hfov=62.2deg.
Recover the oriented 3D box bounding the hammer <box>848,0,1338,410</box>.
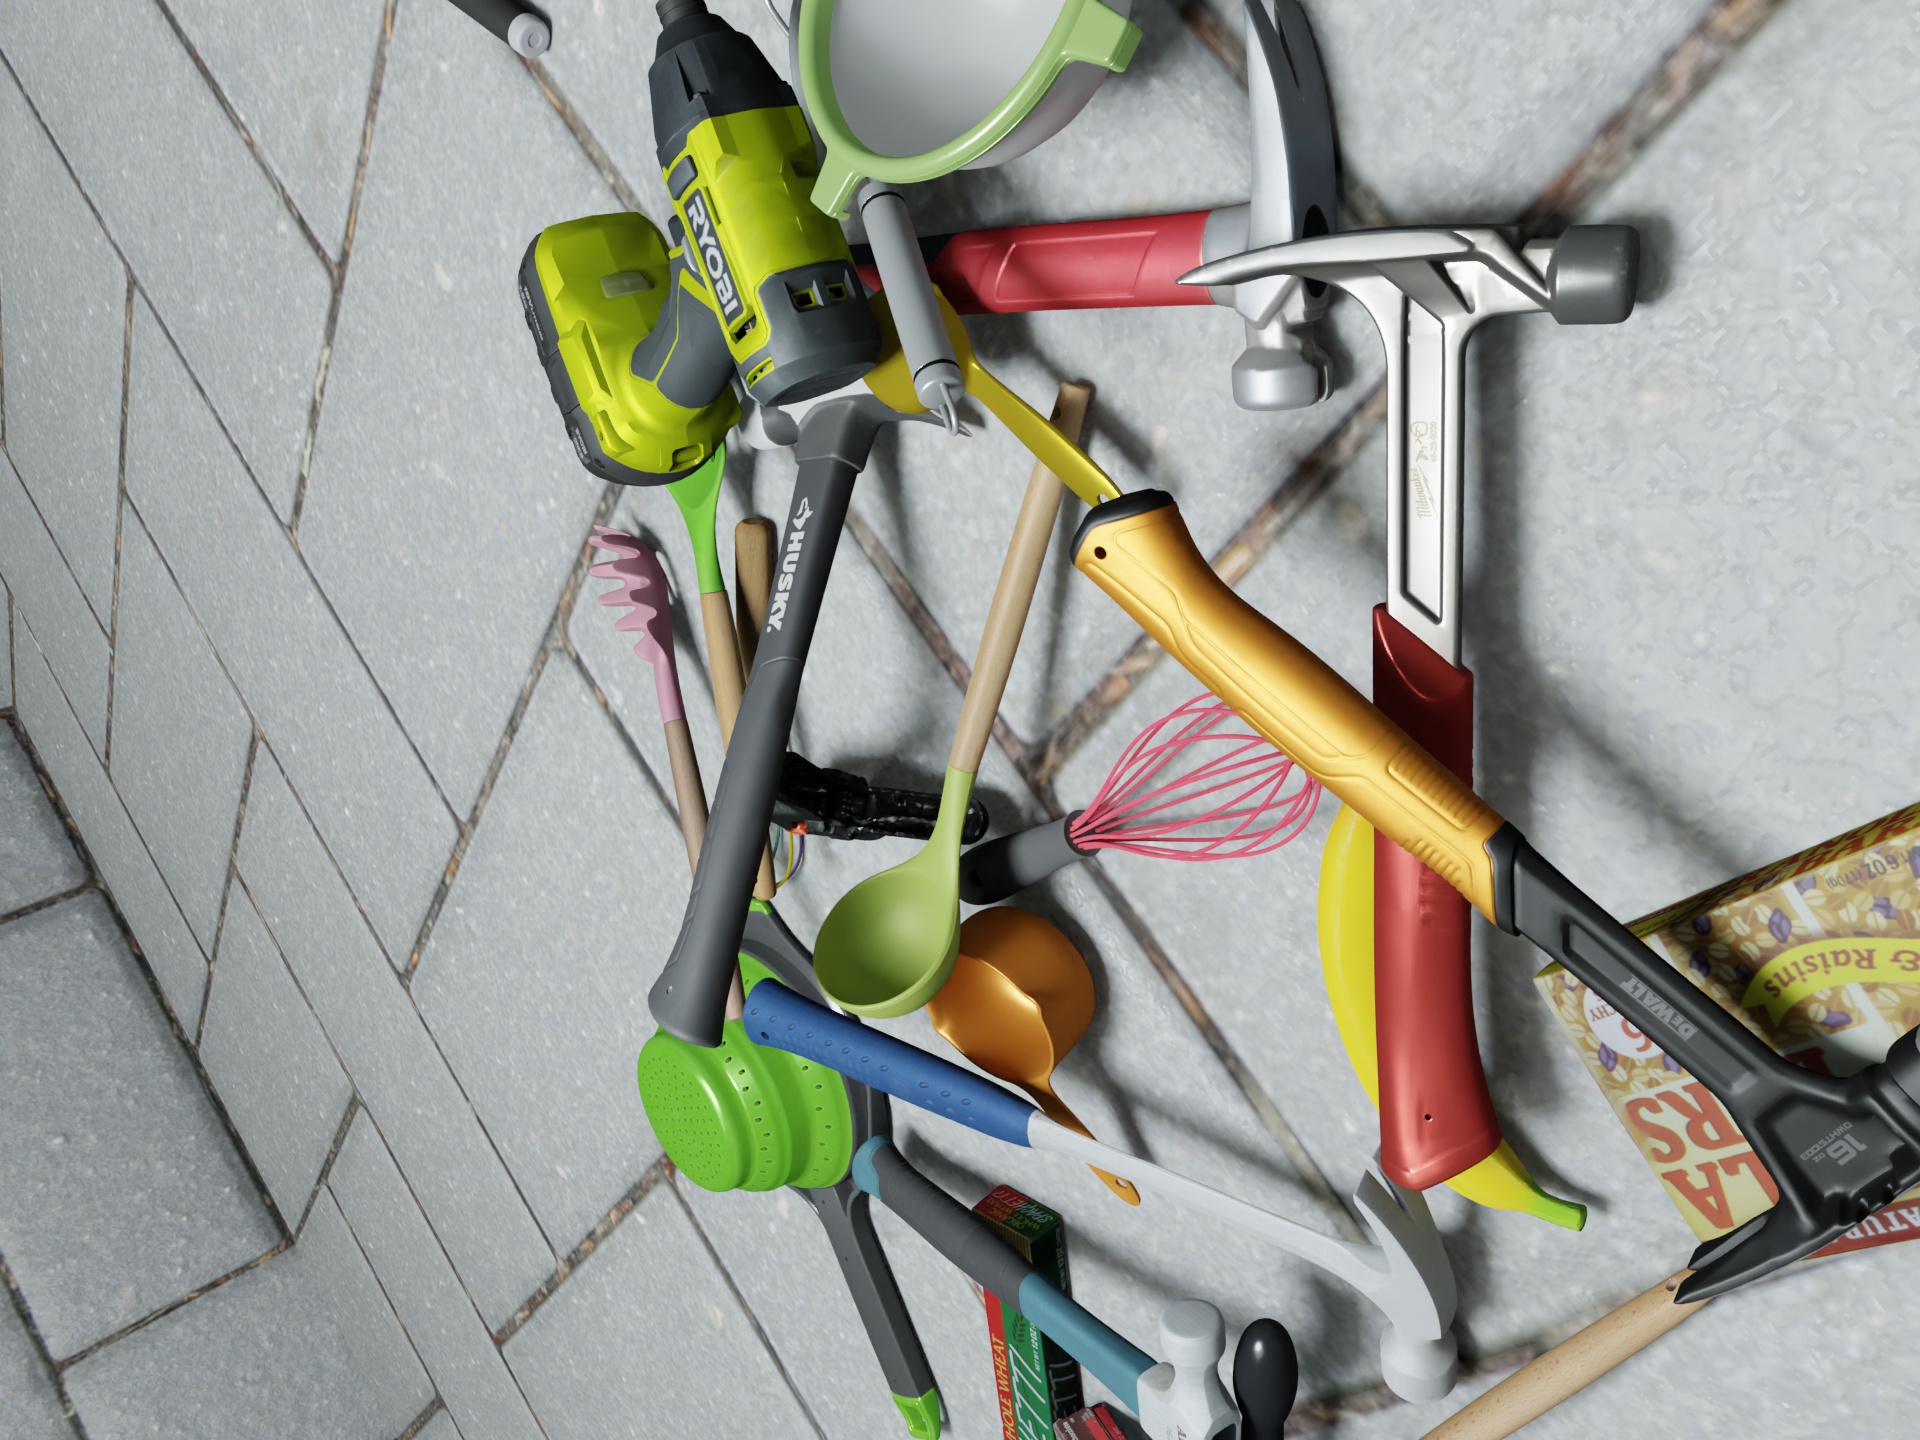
[{"bbox_3d":[-0.006,-0.214,0.705,0.386,0.038,0.143,13,117,45],"label":"hammer"}]

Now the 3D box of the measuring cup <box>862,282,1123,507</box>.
[{"bbox_3d":[0.010,-0.129,0.680,0.157,0.029,0.062,44,150,17],"label":"measuring cup"}]

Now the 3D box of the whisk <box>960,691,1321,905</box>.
[{"bbox_3d":[0.068,0.049,0.743,0.296,0.073,0.073,-31,85,58],"label":"whisk"}]

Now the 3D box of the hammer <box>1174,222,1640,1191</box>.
[{"bbox_3d":[0.159,0.006,0.582,0.149,0.037,0.359,5,110,28],"label":"hammer"}]

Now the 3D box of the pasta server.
[{"bbox_3d":[-0.176,0.028,0.971,0.060,0.040,0.316,140,118,-63],"label":"pasta server"}]

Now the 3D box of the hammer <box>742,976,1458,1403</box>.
[{"bbox_3d":[0.047,0.202,0.789,0.406,0.035,0.144,15,134,35],"label":"hammer"}]

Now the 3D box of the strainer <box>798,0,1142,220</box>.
[{"bbox_3d":[0.009,-0.319,0.606,0.151,0.069,0.256,-13,75,40],"label":"strainer"}]

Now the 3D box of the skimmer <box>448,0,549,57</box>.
[{"bbox_3d":[-0.378,-0.497,0.946,0.363,0.090,0.127,42,104,24],"label":"skimmer"}]

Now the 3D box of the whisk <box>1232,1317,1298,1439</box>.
[{"bbox_3d":[0.150,0.394,0.794,0.070,0.070,0.284,26,134,39],"label":"whisk"}]

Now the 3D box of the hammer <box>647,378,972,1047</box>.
[{"bbox_3d":[-0.087,-0.012,0.760,0.146,0.035,0.335,2,75,44],"label":"hammer"}]

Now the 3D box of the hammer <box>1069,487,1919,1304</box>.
[{"bbox_3d":[0.163,0.042,0.542,0.337,0.034,0.127,44,129,17],"label":"hammer"}]

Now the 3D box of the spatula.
[{"bbox_3d":[0.227,0.322,0.703,0.044,0.082,0.317,30,127,-3],"label":"spatula"}]

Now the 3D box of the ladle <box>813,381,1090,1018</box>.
[{"bbox_3d":[-0.001,-0.002,0.741,0.078,0.062,0.320,38,119,46],"label":"ladle"}]

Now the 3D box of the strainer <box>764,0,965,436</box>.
[{"bbox_3d":[-0.033,-0.220,0.662,0.086,0.050,0.259,109,149,-59],"label":"strainer"}]

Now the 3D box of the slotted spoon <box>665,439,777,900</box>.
[{"bbox_3d":[-0.137,-0.048,0.901,0.070,0.031,0.313,1,105,41],"label":"slotted spoon"}]

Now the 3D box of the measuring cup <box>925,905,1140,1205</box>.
[{"bbox_3d":[0.052,0.172,0.831,0.173,0.052,0.095,52,143,-7],"label":"measuring cup"}]

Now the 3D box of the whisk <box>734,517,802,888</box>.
[{"bbox_3d":[-0.126,-0.002,0.949,0.047,0.051,0.244,30,126,44],"label":"whisk"}]

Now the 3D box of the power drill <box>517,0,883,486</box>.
[{"bbox_3d":[-0.127,-0.208,0.731,0.223,0.080,0.171,-17,94,59],"label":"power drill"}]

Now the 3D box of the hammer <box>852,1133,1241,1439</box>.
[{"bbox_3d":[0.032,0.304,0.863,0.331,0.033,0.128,18,120,56],"label":"hammer"}]

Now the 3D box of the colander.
[{"bbox_3d":[-0.118,0.319,1.059,0.204,0.094,0.397,-17,95,51],"label":"colander"}]
